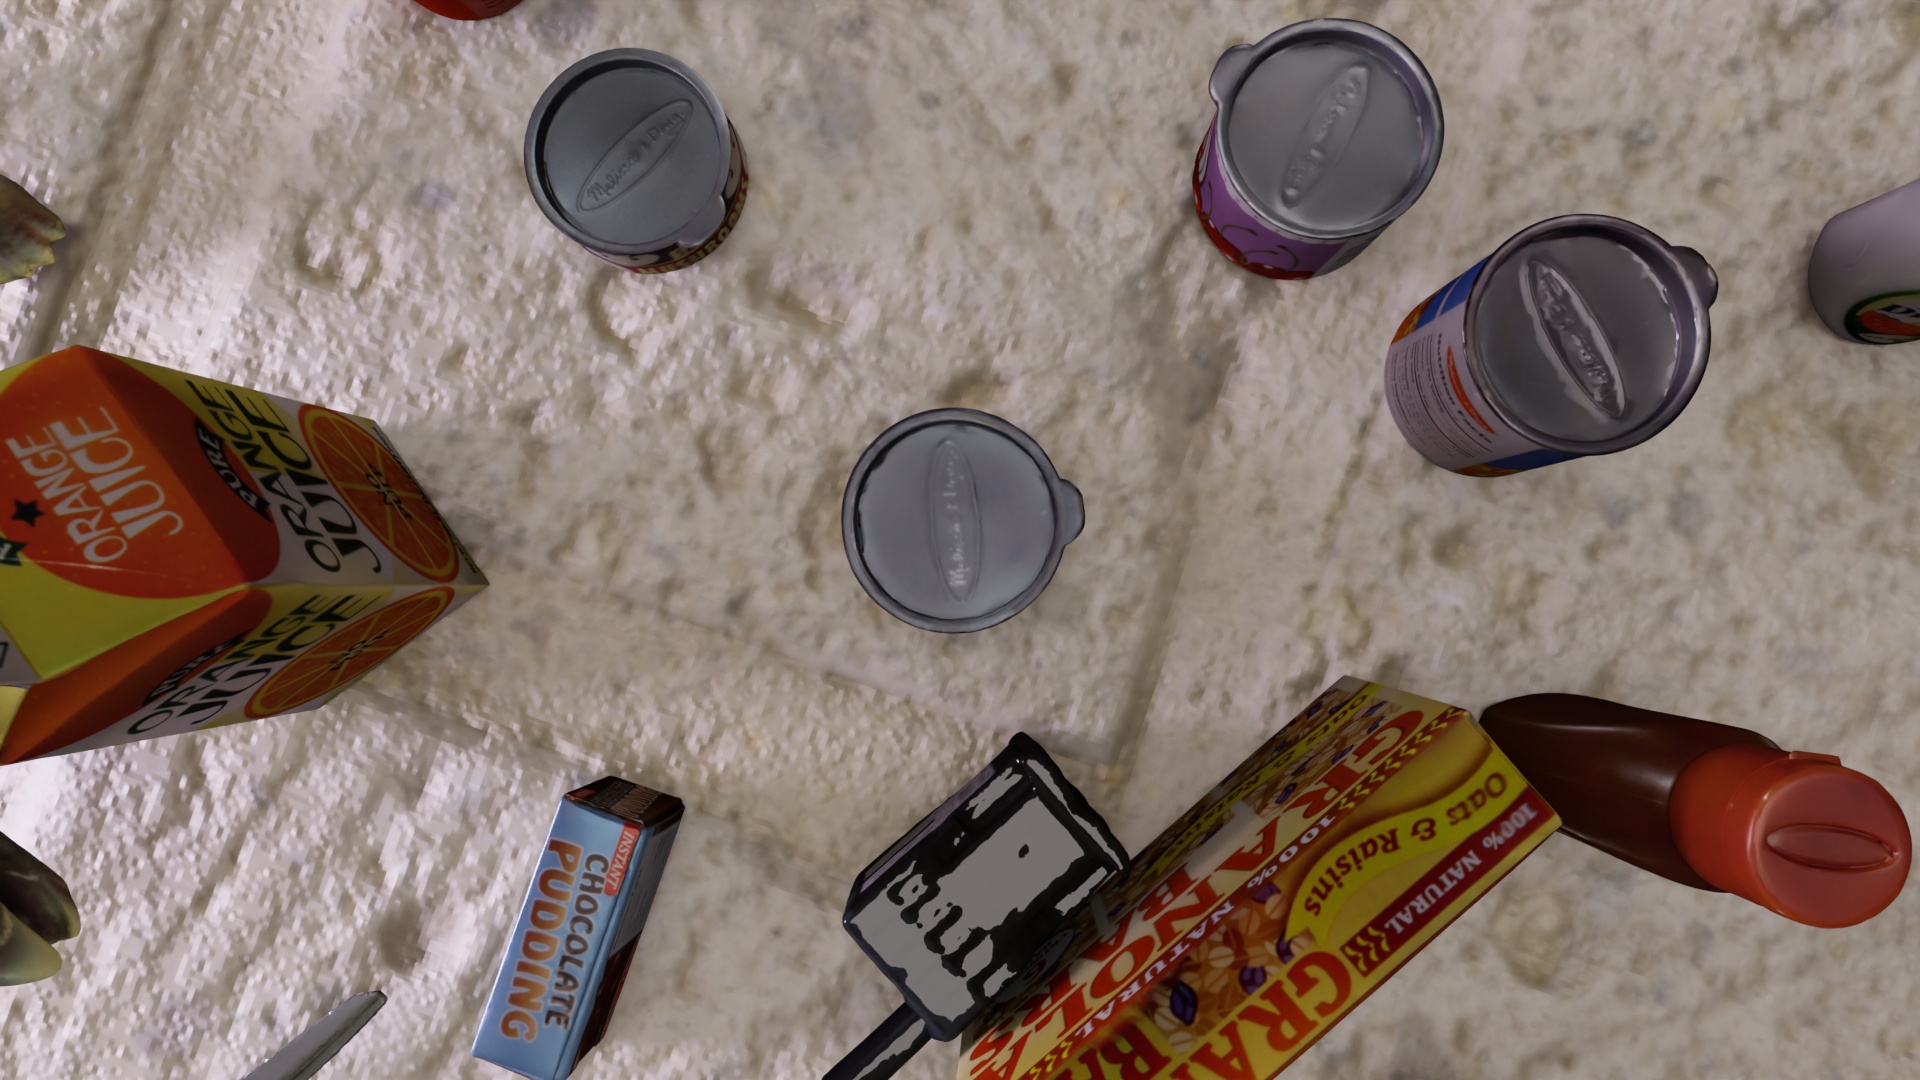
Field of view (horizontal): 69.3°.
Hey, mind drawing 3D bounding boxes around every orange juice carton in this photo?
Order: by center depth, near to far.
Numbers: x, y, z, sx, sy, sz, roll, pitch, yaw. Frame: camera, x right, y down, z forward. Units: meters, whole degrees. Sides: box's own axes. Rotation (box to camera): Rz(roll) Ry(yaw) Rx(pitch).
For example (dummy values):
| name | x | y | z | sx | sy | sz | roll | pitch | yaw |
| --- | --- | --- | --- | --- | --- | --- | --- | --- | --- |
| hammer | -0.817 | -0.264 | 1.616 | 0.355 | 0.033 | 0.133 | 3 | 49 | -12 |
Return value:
| name | x | y | z | sx | sy | sz | roll | pitch | yaw |
| --- | --- | --- | --- | --- | --- | --- | --- | --- | --- |
| orange juice carton | -0.208 | 0.004 | 0.369 | 0.073 | 0.192 | 0.072 | -36 | 87 | 0 |

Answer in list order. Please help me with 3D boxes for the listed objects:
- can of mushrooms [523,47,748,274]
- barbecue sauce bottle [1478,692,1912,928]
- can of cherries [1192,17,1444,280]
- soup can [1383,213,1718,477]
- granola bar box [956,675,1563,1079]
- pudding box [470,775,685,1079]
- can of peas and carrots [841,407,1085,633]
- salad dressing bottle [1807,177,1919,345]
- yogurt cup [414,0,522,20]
| name | x | y | z | sx | sy | sz | roll | pitch | yaw |
| --- | --- | --- | --- | --- | --- | --- | --- | --- | --- |
| can of mushrooms | -0.102 | -0.120 | 0.451 | 0.071 | 0.033 | 0.071 | 0 | 88 | 2 |
| barbecue sauce bottle | 0.193 | 0.069 | 0.377 | 0.065 | 0.148 | 0.043 | 7 | 88 | 2 |
| can of cherries | 0.107 | -0.121 | 0.433 | 0.071 | 0.058 | 0.071 | 0 | 88 | 2 |
| soup can | 0.173 | -0.055 | 0.415 | 0.071 | 0.084 | 0.071 | 0 | 88 | 2 |
| granola bar box | 0.073 | 0.110 | 0.391 | 0.165 | 0.124 | 0.039 | -41 | 87 | 0 |
| pudding box | -0.117 | 0.120 | 0.433 | 0.030 | 0.049 | 0.083 | 19 | 88 | 2 |
| can of peas and carrots | 0.002 | -0.005 | 0.431 | 0.071 | 0.058 | 0.071 | 0 | 88 | 2 |
| salad dressing bottle | 0.296 | -0.087 | 0.381 | 0.064 | 0.147 | 0.044 | 2 | 88 | 2 |
| yogurt cup | -0.167 | -0.204 | 0.447 | 0.072 | 0.054 | 0.072 | 0 | 88 | 2 |
